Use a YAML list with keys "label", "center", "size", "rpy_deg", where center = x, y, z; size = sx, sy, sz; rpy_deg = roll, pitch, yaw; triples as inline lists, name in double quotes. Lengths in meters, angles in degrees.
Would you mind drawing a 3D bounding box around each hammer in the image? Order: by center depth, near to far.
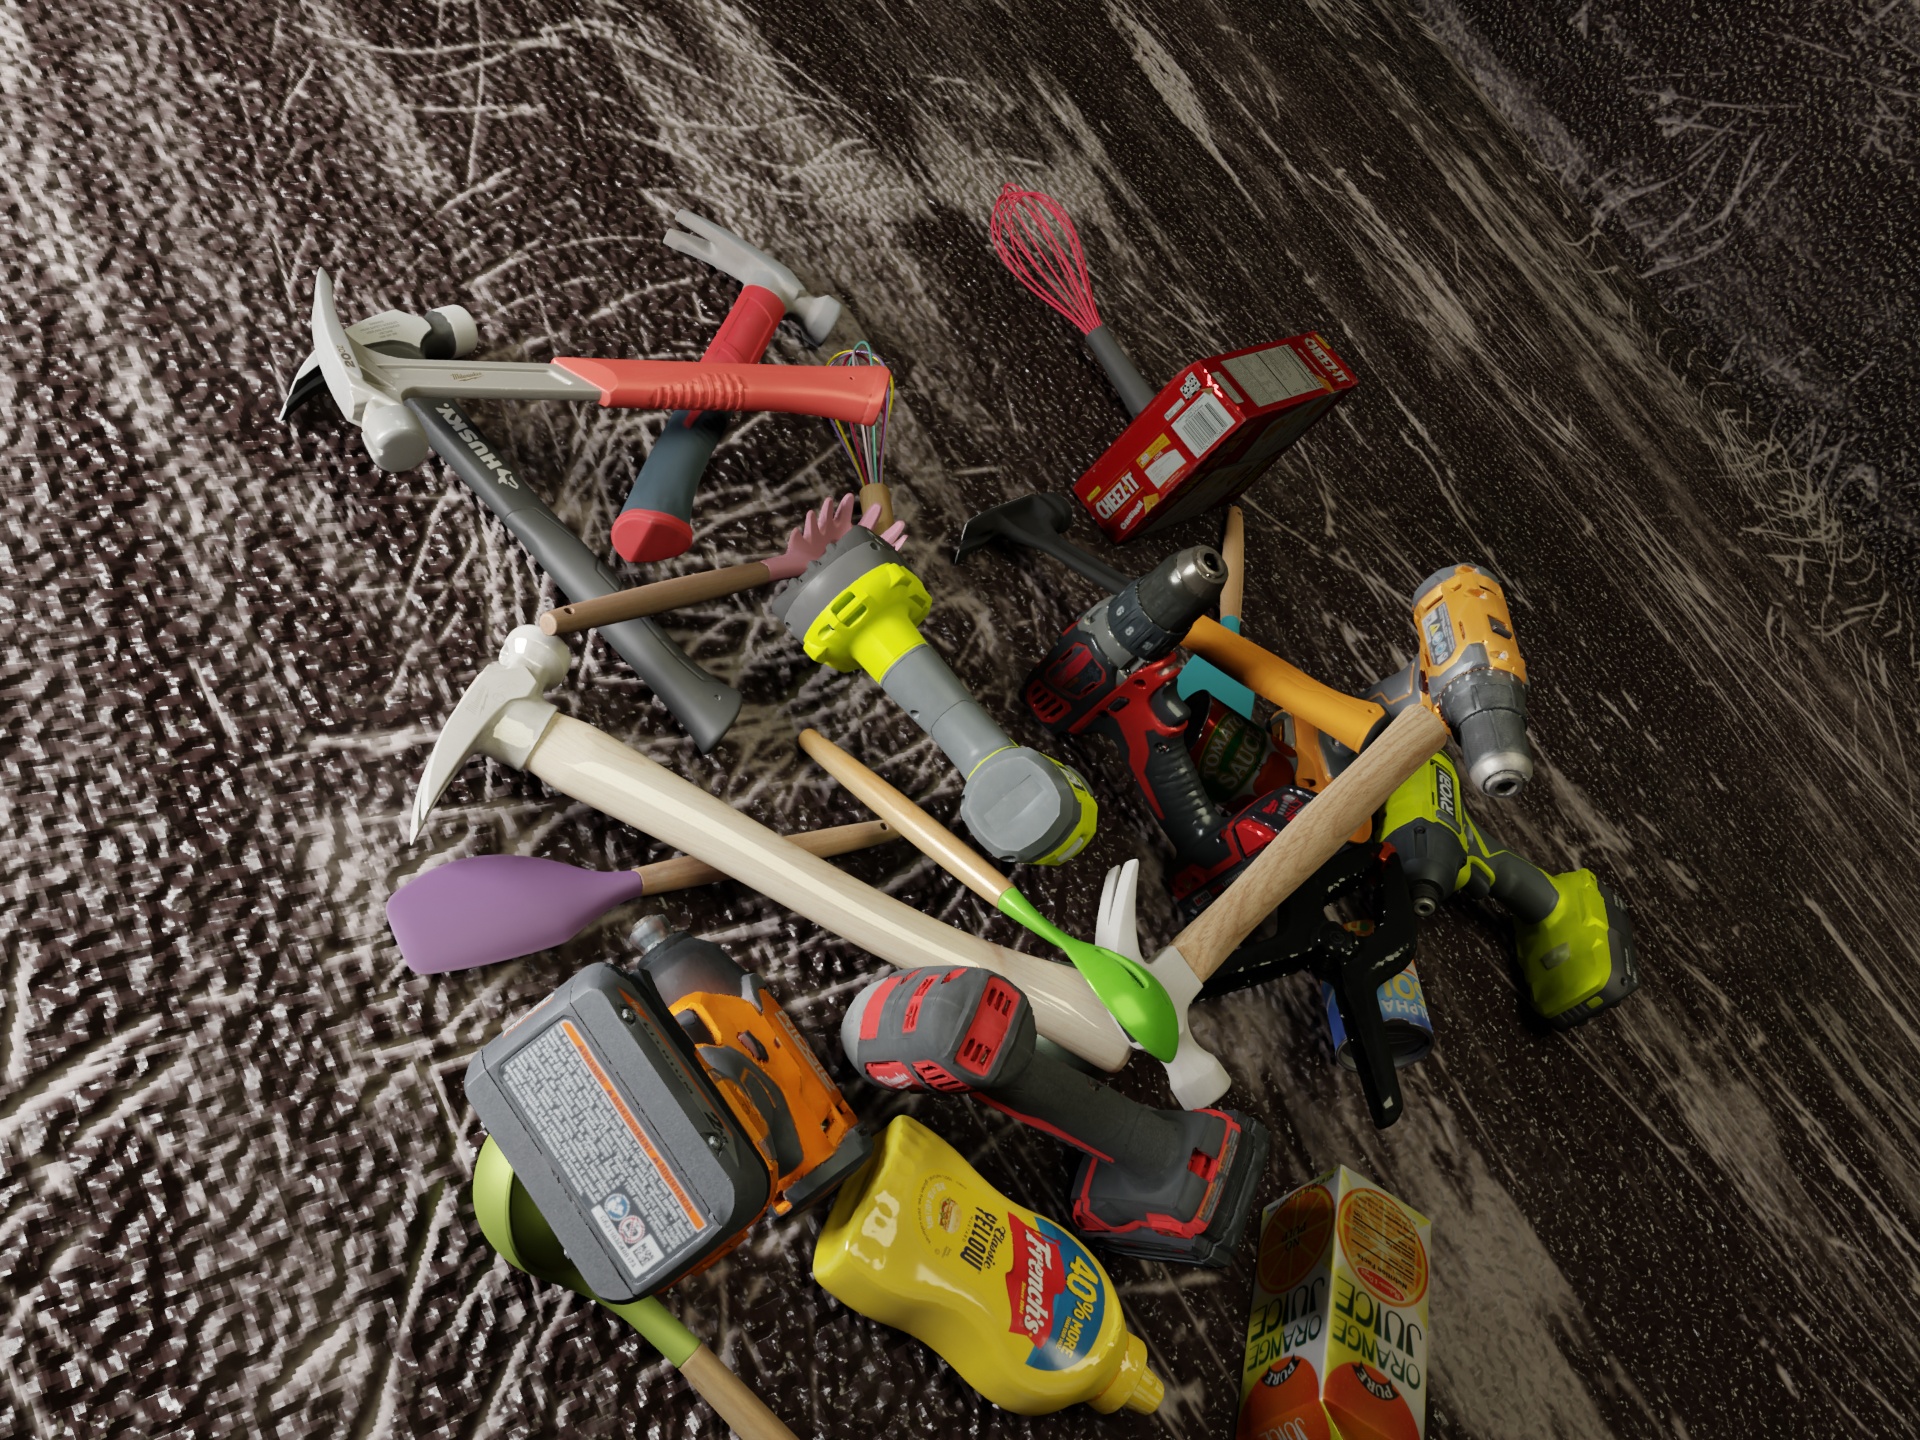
- label: "hammer"
  center: [-0.086, 0.095, 0.858]
  size: [0.410, 0.038, 0.146]
  rpy_deg: [29, 41, -9]
- label: "hammer"
  center: [-0.251, -0.110, 0.940]
  size: [0.335, 0.035, 0.146]
  rpy_deg: [47, 39, 5]
- label: "hammer"
  center: [0.199, 0.082, 0.963]
  size: [0.331, 0.031, 0.130]
  rpy_deg: [-37, 92, -34]
- label: "hammer"
  center: [-0.203, -0.213, 0.980]
  size: [0.359, 0.036, 0.149]
  rpy_deg: [-7, 51, -36]
- label: "hammer"
  center: [-0.180, -0.231, 1.076]
  size: [0.143, 0.038, 0.387]
  rpy_deg: [30, 36, -14]
- label: "hammer"
  center: [0.155, -0.070, 1.146]
  size: [0.337, 0.034, 0.127]
  rpy_deg: [33, 36, 24]

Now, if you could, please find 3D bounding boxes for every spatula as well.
- label: "spatula"
  center: [-0.155, 0.082, 0.863]
  size: [0.315, 0.018, 0.060]
  rpy_deg: [-8, 60, -42]
- label: "spatula"
  center: [0.215, -0.089, 1.316]
  size: [0.082, 0.044, 0.318]
  rpy_deg: [32, 36, -12]

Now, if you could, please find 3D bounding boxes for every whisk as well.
- label: "whisk"
  center: [-0.062, -0.183, 1.155]
  size: [0.047, 0.051, 0.245]
  rpy_deg: [16, 49, -36]
- label: "whisk"
  center: [0.113, -0.369, 1.451]
  size: [0.073, 0.073, 0.296]
  rpy_deg: [-20, 75, -47]

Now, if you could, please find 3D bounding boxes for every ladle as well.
- label: "ladle"
  center: [-0.094, 0.294, 0.700]
  size: [0.320, 0.062, 0.078]
  rpy_deg: [46, 31, 0]

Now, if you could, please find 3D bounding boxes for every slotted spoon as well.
- label: "slotted spoon"
  center: [0.008, 0.085, 0.890]
  size: [0.314, 0.031, 0.070]
  rpy_deg: [36, 3, 35]

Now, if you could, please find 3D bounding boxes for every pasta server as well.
- label: "pasta server"
  center: [-0.137, -0.093, 0.977]
  size: [0.060, 0.040, 0.316]
  rpy_deg: [38, 30, 18]

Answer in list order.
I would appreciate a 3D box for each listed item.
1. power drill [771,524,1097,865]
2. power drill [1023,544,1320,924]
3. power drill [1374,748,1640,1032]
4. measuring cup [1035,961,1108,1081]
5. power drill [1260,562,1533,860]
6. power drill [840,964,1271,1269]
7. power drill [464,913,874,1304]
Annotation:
- label: "power drill"
  center: [-0.002, -0.003, 0.985]
  size: [0.228, 0.080, 0.190]
  rpy_deg: [49, 6, 13]
- label: "power drill"
  center: [0.158, 0.009, 1.058]
  size: [0.080, 0.188, 0.227]
  rpy_deg: [-28, 80, -43]
- label: "power drill"
  center: [0.411, 0.133, 1.219]
  size: [0.223, 0.080, 0.171]
  rpy_deg: [37, 36, -14]
- label: "measuring cup"
  center: [0.028, 0.153, 0.934]
  size: [0.167, 0.038, 0.083]
  rpy_deg: [36, 40, -11]
- label: "power drill"
  center: [0.313, 0.019, 1.139]
  size: [0.084, 0.226, 0.186]
  rpy_deg: [23, 44, -23]
- label: "power drill"
  center: [0.040, 0.200, 0.827]
  size: [0.219, 0.143, 0.079]
  rpy_deg: [35, 63, -20]
- label: "power drill"
  center: [-0.126, 0.157, 0.709]
  size: [0.164, 0.084, 0.226]
  rpy_deg: [53, 4, 11]
